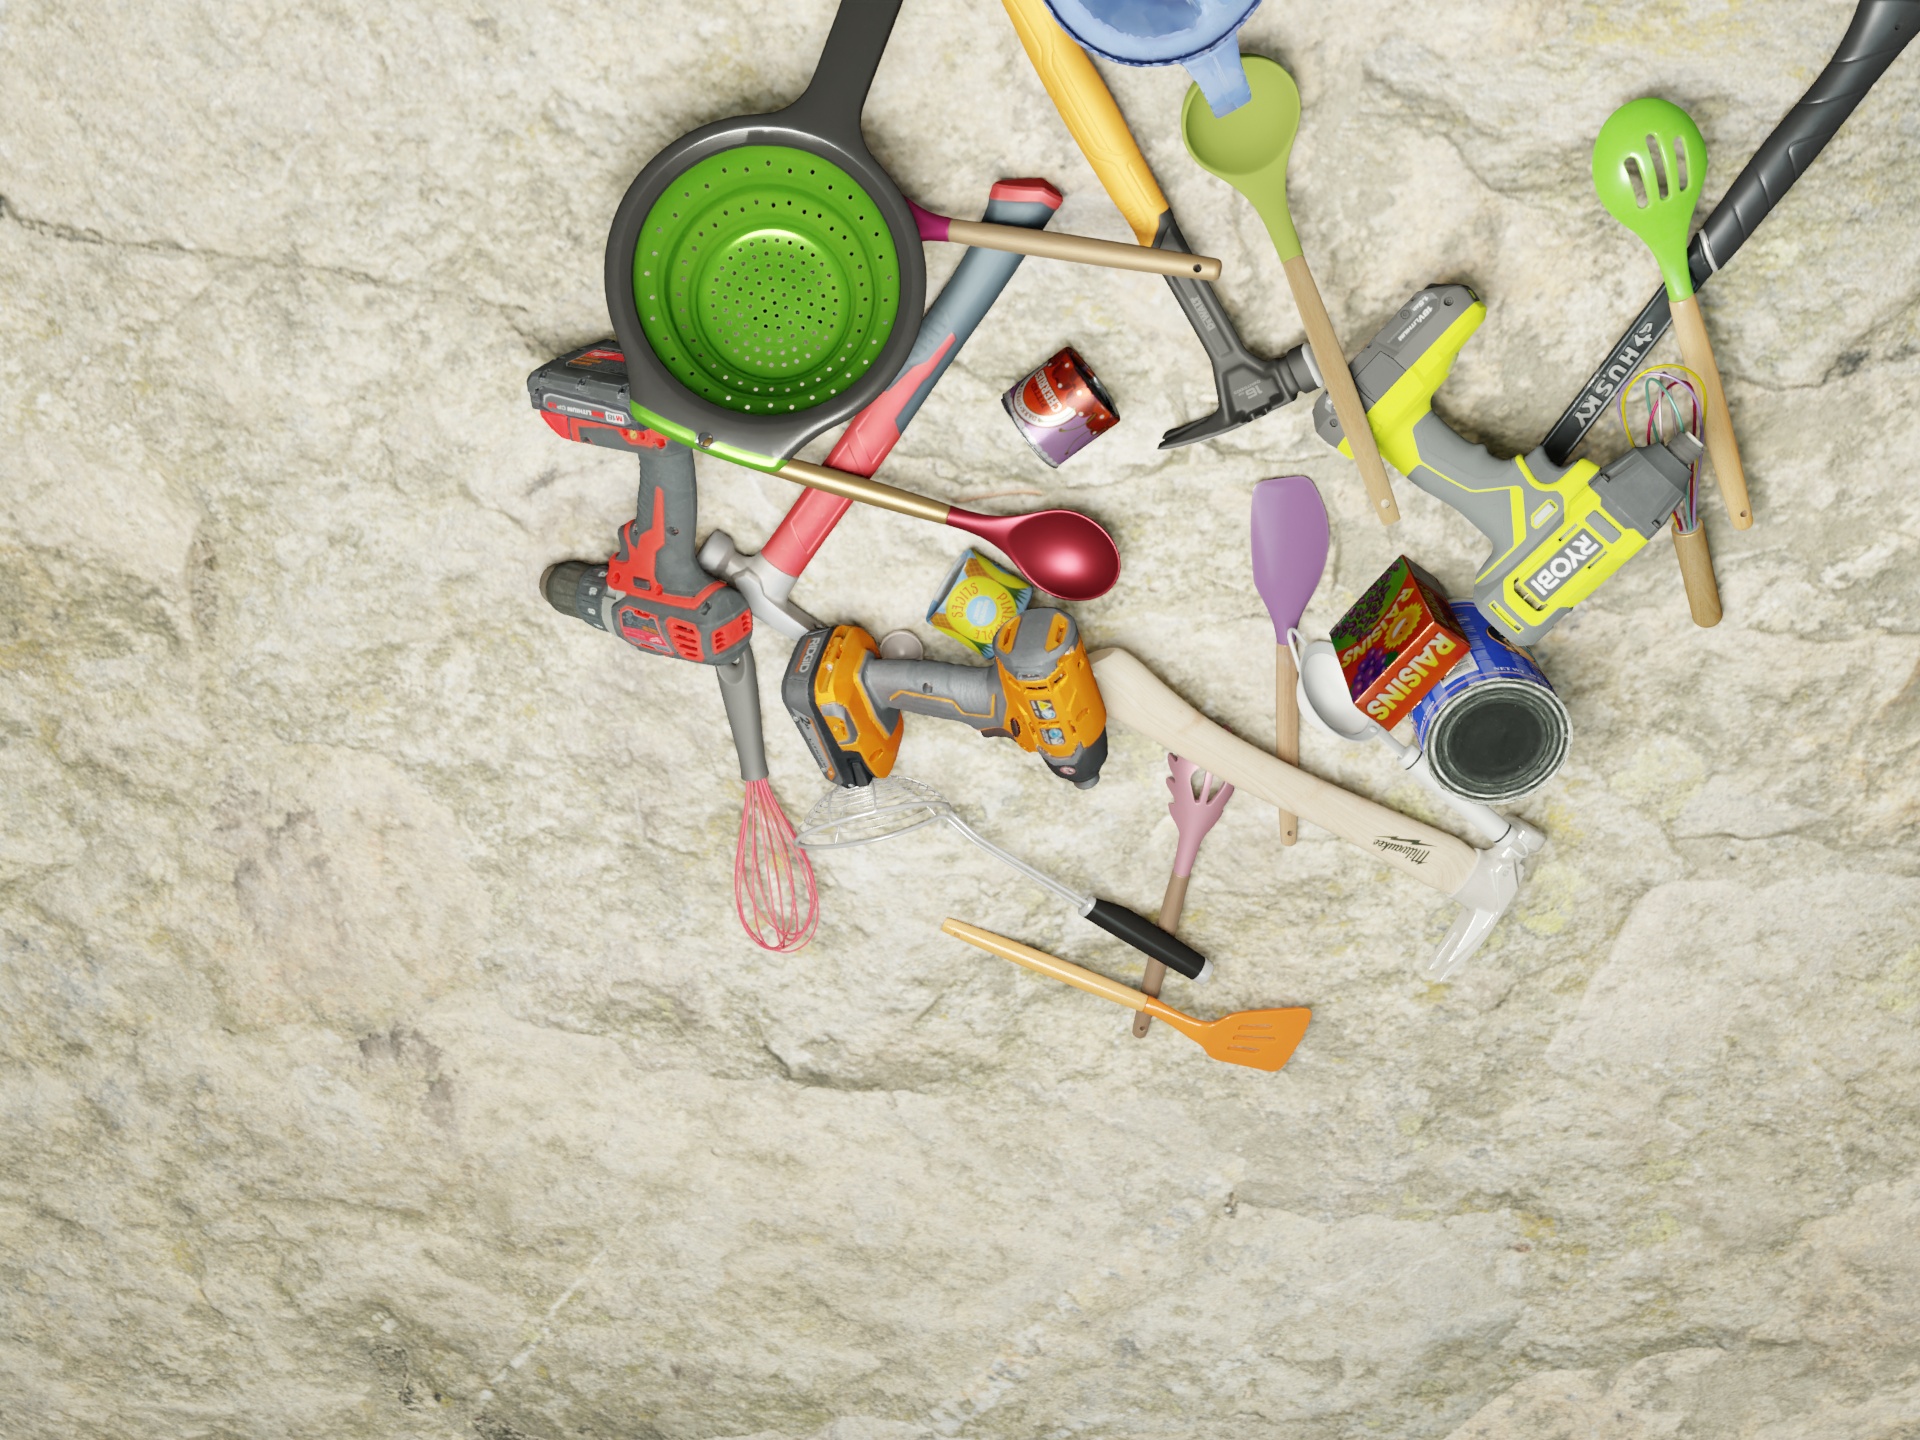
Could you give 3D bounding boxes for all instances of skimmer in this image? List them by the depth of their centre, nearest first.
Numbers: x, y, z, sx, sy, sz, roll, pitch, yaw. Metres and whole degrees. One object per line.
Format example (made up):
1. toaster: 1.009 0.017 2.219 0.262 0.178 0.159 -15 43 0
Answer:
1. skimmer: 0.041 0.148 1.302 0.363 0.090 0.127 30 155 -8

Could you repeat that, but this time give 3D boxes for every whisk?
1. whisk: 0.513 -0.153 1.120 0.047 0.051 0.244 -35 129 0
2. whisk: -0.166 0.063 1.307 0.073 0.073 0.295 -5 111 7

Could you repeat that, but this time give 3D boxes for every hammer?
1. hammer: 0.116 -0.345 1.073 0.127 0.034 0.336 -22 111 31
2. hammer: 0.497 -0.297 1.078 0.149 0.036 0.408 28 116 -11
3. hammer: -0.039 -0.217 1.158 0.143 0.038 0.386 33 115 -14
4. hammer: 0.260 0.064 1.251 0.410 0.038 0.146 27 101 -13

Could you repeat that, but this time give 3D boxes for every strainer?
1. strainer: 0.337 0.025 1.222 0.258 0.087 0.050 39 138 -3

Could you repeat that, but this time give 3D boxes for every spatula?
1. spatula: 0.257 -0.039 1.241 0.060 0.018 0.315 -7 117 -1
2. spatula: 0.138 0.229 1.370 0.322 0.041 0.081 21 125 5

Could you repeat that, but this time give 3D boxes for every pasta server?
1. pasta server: 0.181 0.144 1.340 0.060 0.040 0.316 9 122 0

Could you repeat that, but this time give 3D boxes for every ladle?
1. ladle: 0.227 -0.278 1.041 0.078 0.062 0.320 -21 93 14
2. ladle: -0.035 -0.155 1.157 0.315 0.031 0.069 16 120 -5

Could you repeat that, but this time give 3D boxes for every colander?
1. colander: -0.096 -0.360 1.047 0.204 0.094 0.397 21 93 -5

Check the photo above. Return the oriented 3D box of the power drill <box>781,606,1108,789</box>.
1. power drill: -0.002 -0.004 1.191 0.226 0.084 0.164 -2 137 22

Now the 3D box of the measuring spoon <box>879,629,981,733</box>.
1. measuring spoon: -0.016 -0.030 1.271 0.034 0.018 0.124 -38 116 21

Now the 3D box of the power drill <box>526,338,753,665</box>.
1. power drill: -0.247 -0.154 1.157 0.188 0.080 0.226 16 126 29

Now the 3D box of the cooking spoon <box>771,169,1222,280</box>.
1. cooking spoon: 0.018 -0.324 1.065 0.319 0.017 0.068 14 108 16

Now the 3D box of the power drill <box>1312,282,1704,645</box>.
1. power drill: 0.366 -0.184 1.076 0.223 0.080 0.171 45 116 7

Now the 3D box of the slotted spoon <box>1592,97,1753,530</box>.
1. slotted spoon: 0.491 -0.261 1.064 0.070 0.031 0.313 -23 116 11
